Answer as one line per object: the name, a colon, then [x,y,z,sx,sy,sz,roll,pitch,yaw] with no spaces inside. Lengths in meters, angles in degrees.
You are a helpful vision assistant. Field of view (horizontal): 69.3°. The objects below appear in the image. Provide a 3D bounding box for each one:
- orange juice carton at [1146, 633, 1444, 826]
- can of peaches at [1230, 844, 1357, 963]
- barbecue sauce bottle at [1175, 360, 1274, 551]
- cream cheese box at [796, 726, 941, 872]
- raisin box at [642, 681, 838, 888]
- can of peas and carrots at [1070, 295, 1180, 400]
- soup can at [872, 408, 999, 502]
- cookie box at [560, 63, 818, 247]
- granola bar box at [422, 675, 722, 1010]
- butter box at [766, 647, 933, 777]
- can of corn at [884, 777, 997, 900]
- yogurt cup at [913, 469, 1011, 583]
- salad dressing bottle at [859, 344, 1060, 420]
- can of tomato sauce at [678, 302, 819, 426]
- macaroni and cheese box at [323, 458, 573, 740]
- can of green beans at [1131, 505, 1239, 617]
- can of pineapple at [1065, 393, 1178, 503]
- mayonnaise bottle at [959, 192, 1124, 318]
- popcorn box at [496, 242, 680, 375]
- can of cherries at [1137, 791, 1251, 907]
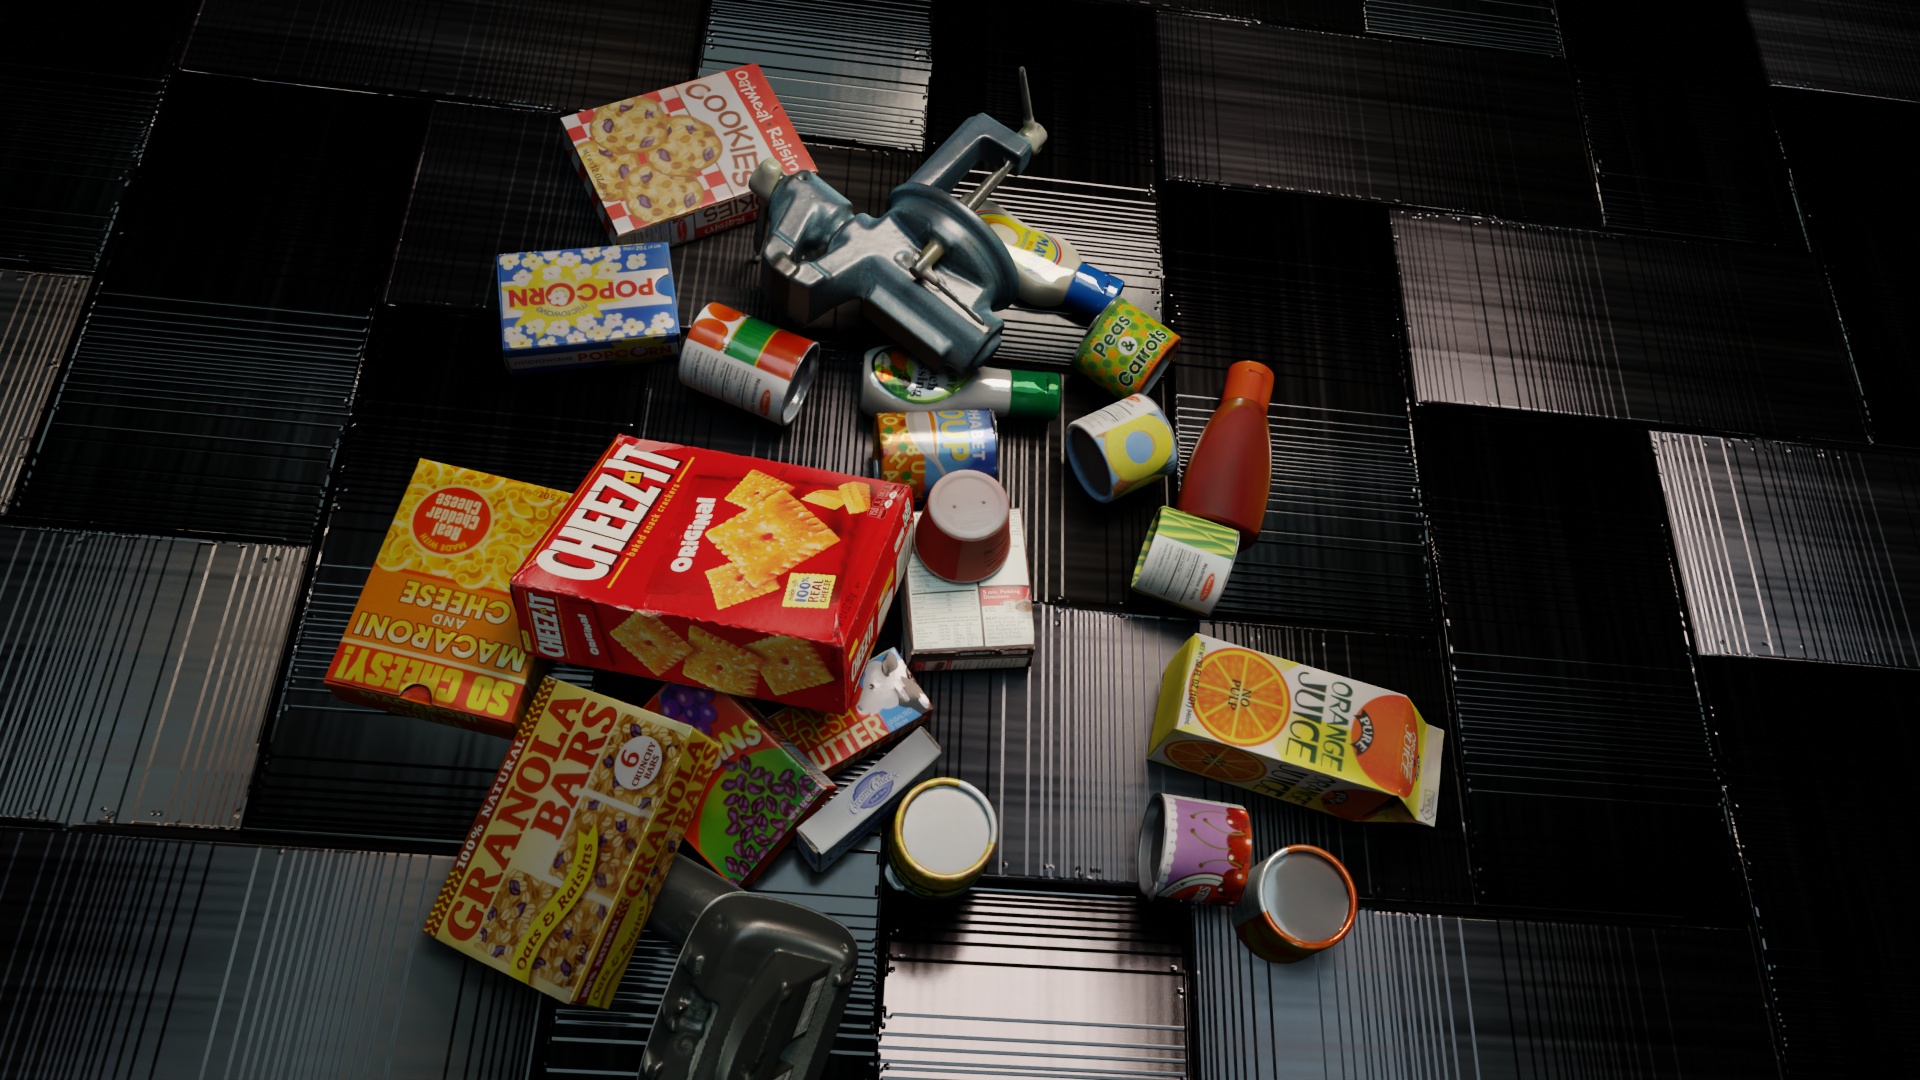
orange juice carton: [0.232,0.133,0.938,0.193,0.072,0.072,17,63,0]
can of peaches: [0.217,0.235,0.895,0.071,0.057,0.071,3,64,-6]
barbecue sauce bottle: [0.206,-0.067,1.048,0.065,0.043,0.149,18,63,0]
cream cheese box: [-0.059,0.167,0.891,0.104,0.053,0.024,-38,73,-22]
raisin box: [-0.153,0.146,0.880,0.123,0.040,0.086,42,89,13]
can of peas and carrots: [0.126,-0.144,1.058,0.059,0.070,0.071,36,65,9]
soup can: [-0.018,-0.063,0.998,0.084,0.071,0.071,-3,65,-9]
cookie box: [-0.214,-0.303,1.103,0.168,0.040,0.123,-23,69,-18]
granola bar box: [-0.230,0.177,0.829,0.124,0.039,0.166,13,71,28]
butter box: [-0.075,0.119,0.928,0.104,0.024,0.053,-29,71,-20]
can of corn: [-0.014,0.191,0.882,0.071,0.058,0.071,3,64,-7]
yogurt cup: [0.003,-0.012,0.943,0.072,0.053,0.073,2,62,-5]
salad dressing bottle: [0.000,-0.113,1.040,0.148,0.043,0.064,4,58,-7]
can of tomato sauce: [-0.153,-0.130,1.015,0.083,0.071,0.071,22,64,4]
macaroni and cheese box: [-0.327,0.037,0.922,0.124,0.040,0.167,13,63,-1]
can of green beans: [0.159,0.015,0.989,0.058,0.071,0.071,20,64,2]
can of pineapple: [0.119,-0.066,1.023,0.058,0.070,0.071,-24,70,-17]
mayonnaise bottle: [0.056,-0.220,1.101,0.148,0.041,0.065,25,65,5]
popcorn box: [-0.276,-0.173,1.033,0.127,0.038,0.085,-7,65,-11]
can of cherries: [0.151,0.202,0.897,0.058,0.071,0.072,10,64,-5]
